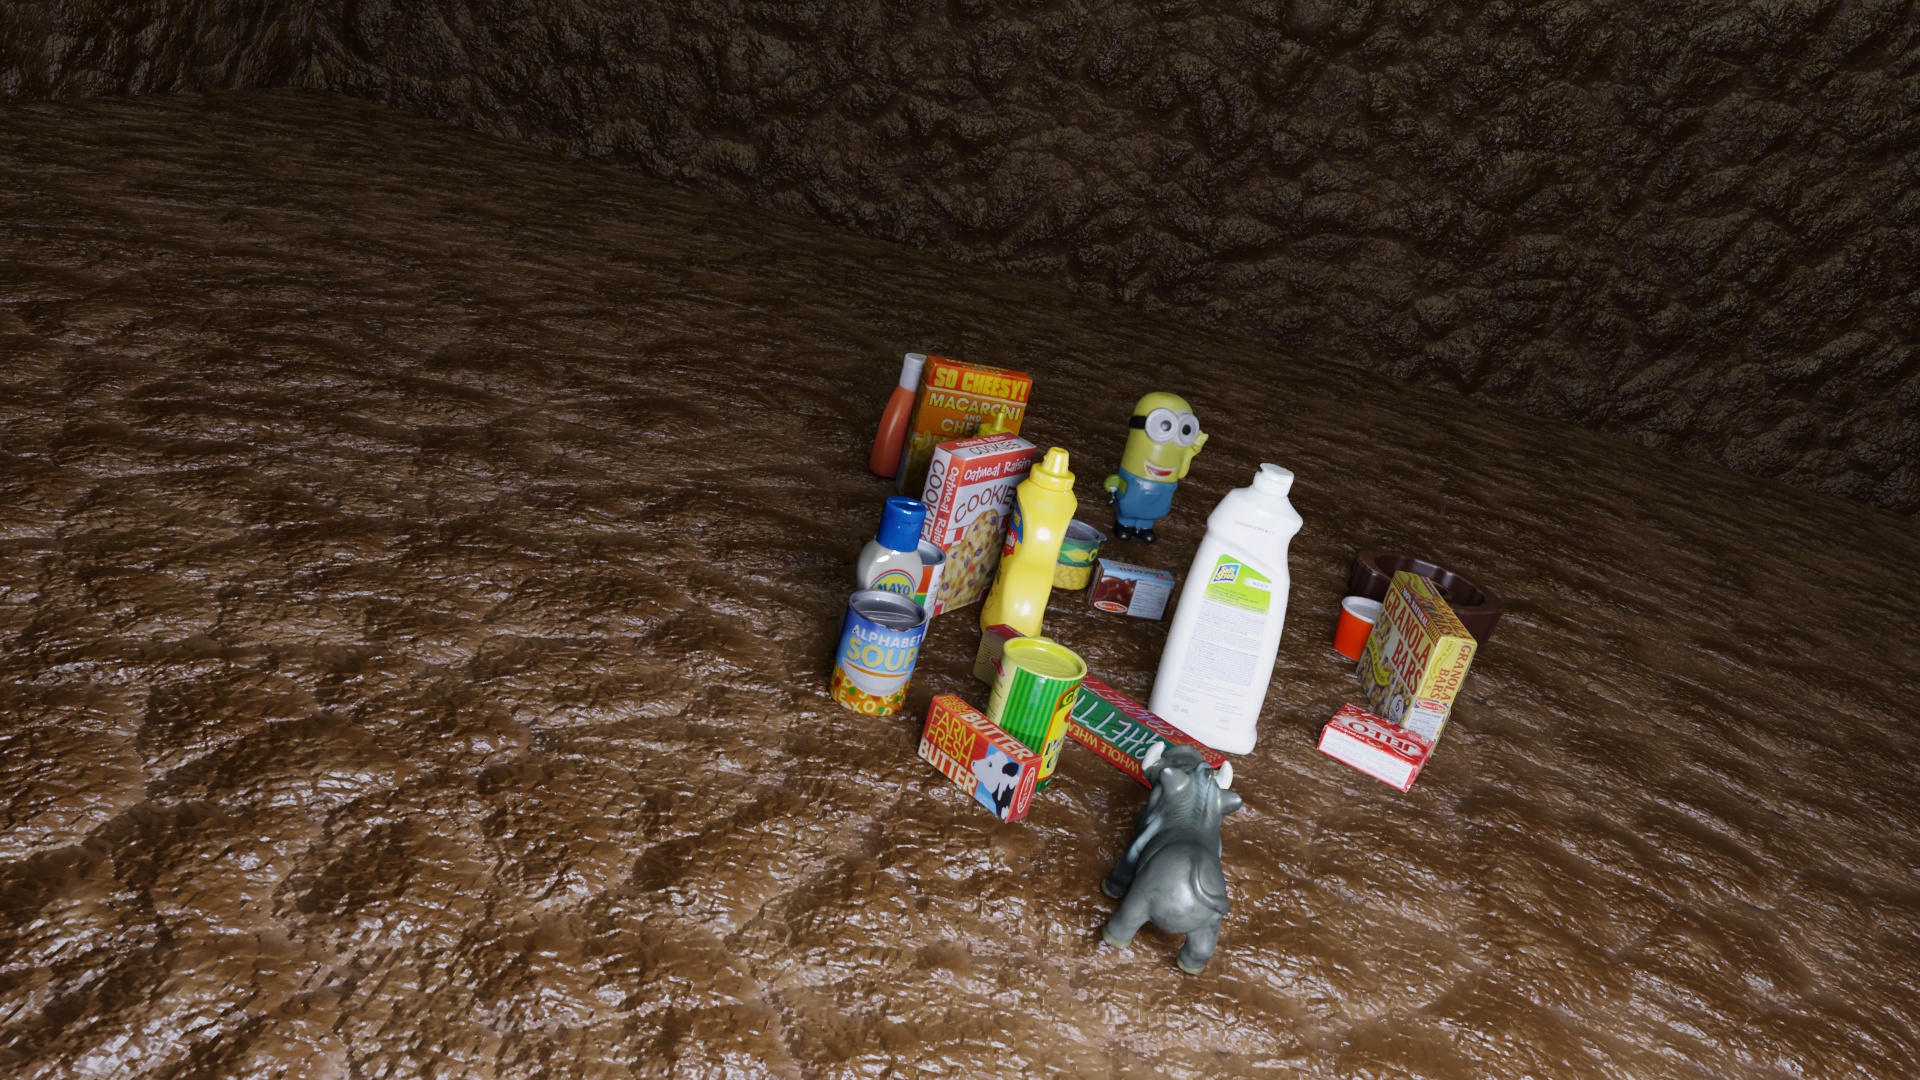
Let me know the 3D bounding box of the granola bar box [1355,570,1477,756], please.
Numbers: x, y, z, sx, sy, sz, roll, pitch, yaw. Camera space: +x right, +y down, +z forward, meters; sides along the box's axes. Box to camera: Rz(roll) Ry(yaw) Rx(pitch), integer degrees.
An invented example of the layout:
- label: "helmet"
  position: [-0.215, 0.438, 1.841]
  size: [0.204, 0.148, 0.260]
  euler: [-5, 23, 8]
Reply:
- label: "granola bar box"
  position: [0.444, 0.118, 1.363]
  size: [0.039, 0.123, 0.166]
  euler: [14, 20, -3]

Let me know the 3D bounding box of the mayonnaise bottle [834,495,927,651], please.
- label: "mayonnaise bottle"
  position: [-0.063, 0.036, 1.187]
  size: [0.065, 0.147, 0.041]
  euler: [6, 22, -24]

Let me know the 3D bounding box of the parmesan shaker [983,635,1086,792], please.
- label: "parmesan shaker"
  position: [0.052, 0.134, 1.077]
  size: [0.071, 0.102, 0.071]
  euler: [13, 20, -5]

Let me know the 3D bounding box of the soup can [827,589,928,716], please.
- label: "soup can"
  position: [-0.068, 0.092, 1.129]
  size: [0.071, 0.083, 0.071]
  euler: [13, 20, -5]

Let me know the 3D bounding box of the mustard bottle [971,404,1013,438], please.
- label: "mustard bottle"
  position: [0.029, -0.076, 1.525]
  size: [0.065, 0.159, 0.049]
  euler: [-3, 26, -40]

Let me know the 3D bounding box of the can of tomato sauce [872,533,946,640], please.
- label: "can of tomato sauce"
  position: [-0.056, 0.044, 1.263]
  size: [0.071, 0.082, 0.071]
  euler: [13, 20, -5]

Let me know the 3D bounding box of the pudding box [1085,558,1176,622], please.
- label: "pudding box"
  position: [0.178, 0.052, 1.455]
  size: [0.084, 0.049, 0.030]
  euler: [10, 21, -13]

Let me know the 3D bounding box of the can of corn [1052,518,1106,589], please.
- label: "can of corn"
  position: [0.116, 0.014, 1.497]
  size: [0.071, 0.058, 0.071]
  euler: [13, 20, -5]

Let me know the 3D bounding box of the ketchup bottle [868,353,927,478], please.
- label: "ketchup bottle"
  position: [-0.065, -0.148, 1.664]
  size: [0.065, 0.148, 0.043]
  euler: [-4, 27, -42]

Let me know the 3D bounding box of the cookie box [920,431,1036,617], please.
- label: "cookie box"
  position: [0.005, -0.017, 1.344]
  size: [0.040, 0.166, 0.123]
  euler: [27, 23, 29]

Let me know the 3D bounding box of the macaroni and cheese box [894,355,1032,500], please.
- label: "macaroni and cheese box"
  position: [0.002, -0.125, 1.623]
  size: [0.124, 0.165, 0.040]
  euler: [8, 21, -19]

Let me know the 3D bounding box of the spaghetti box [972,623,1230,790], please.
- label: "spaghetti box"
  position: [0.113, 0.147, 1.162]
  size: [0.250, 0.050, 0.029]
  euler: [30, 25, 34]

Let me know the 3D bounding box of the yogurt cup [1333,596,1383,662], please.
- label: "yogurt cup"
  position: [0.440, 0.099, 1.509]
  size: [0.072, 0.053, 0.072]
  euler: [13, 20, -5]

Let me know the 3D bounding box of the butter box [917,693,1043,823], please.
- label: "butter box"
  position: [0.013, 0.162, 1.048]
  size: [0.024, 0.053, 0.104]
  euler: [-6, 29, -45]
